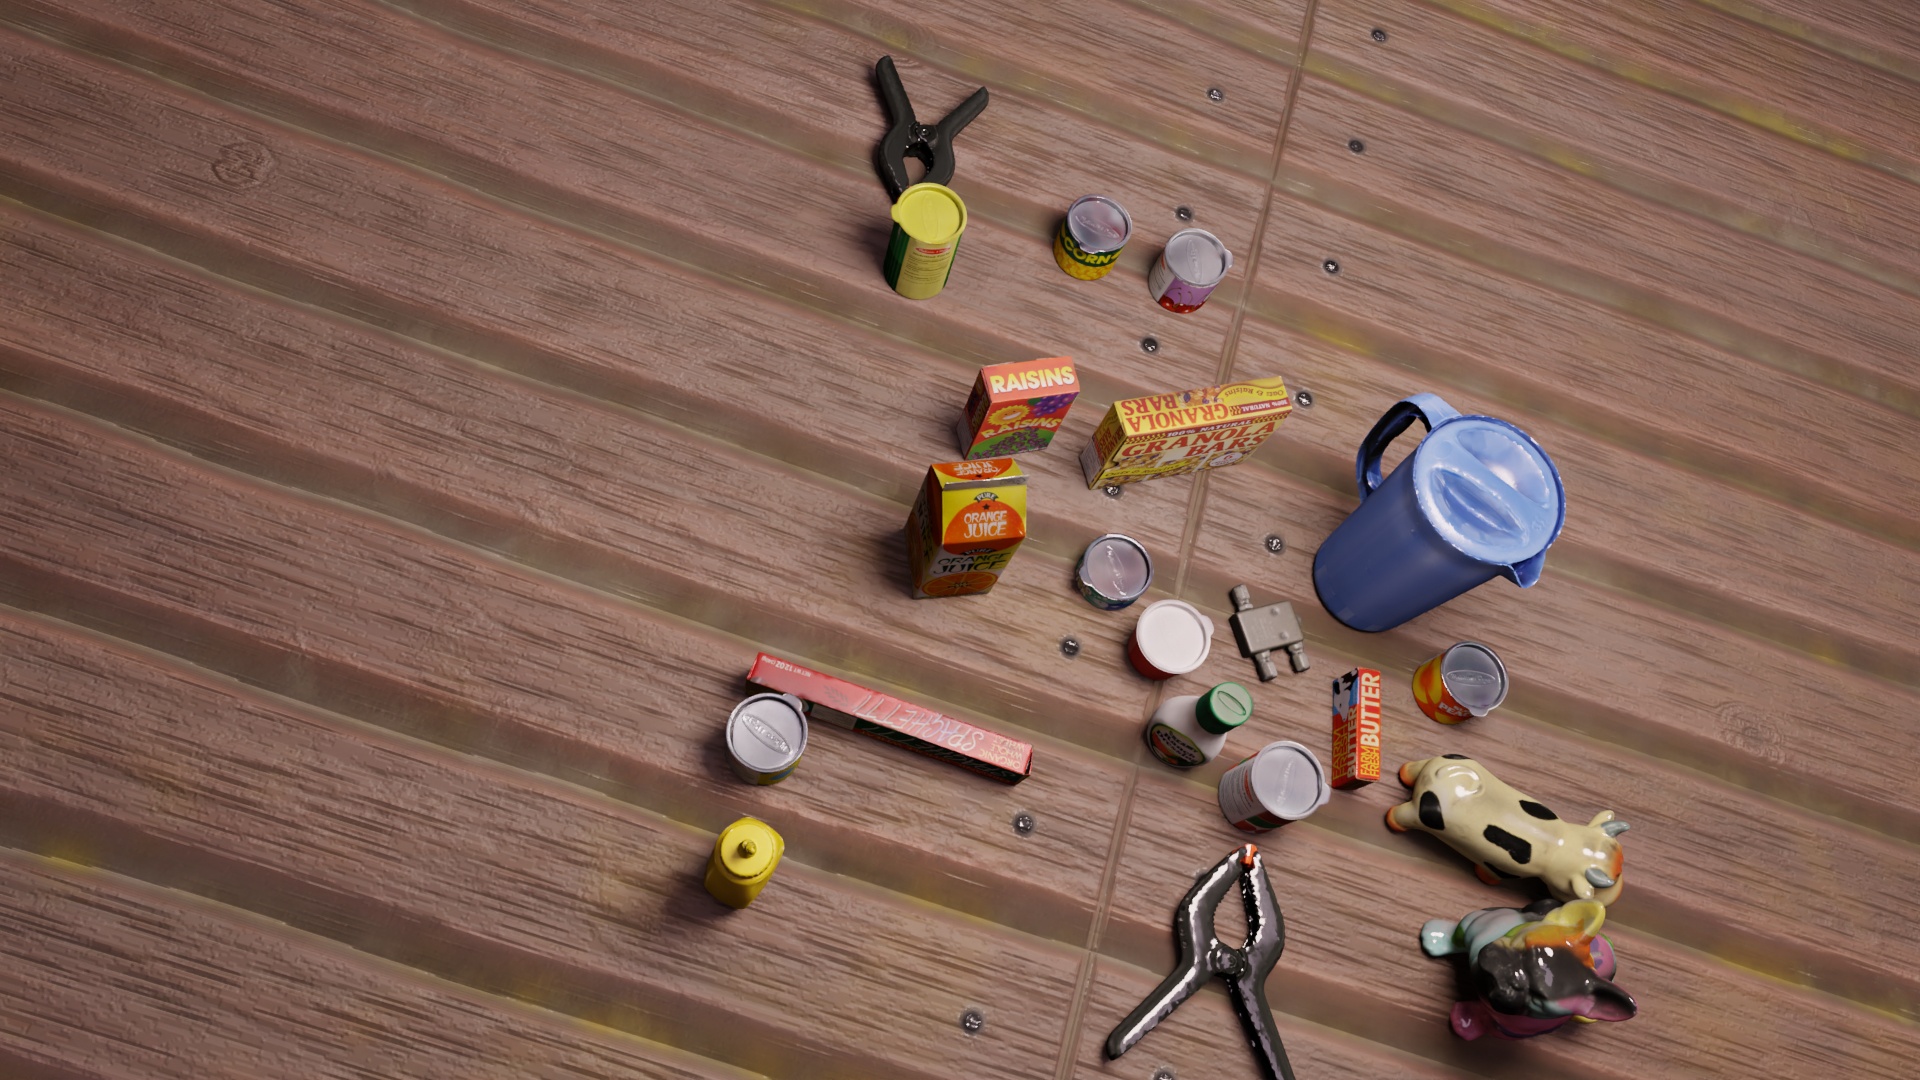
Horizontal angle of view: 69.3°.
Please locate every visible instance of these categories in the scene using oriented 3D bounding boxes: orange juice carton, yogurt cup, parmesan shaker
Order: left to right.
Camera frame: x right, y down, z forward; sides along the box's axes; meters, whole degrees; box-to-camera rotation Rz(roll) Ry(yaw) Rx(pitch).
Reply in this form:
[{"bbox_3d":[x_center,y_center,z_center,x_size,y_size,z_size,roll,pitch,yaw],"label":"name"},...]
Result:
[{"bbox_3d":[-0.038,-0.284,1.325,0.071,0.102,0.071,4,69,-10],"label":"parmesan shaker"},{"bbox_3d":[0.004,-0.015,1.179,0.072,0.192,0.073,-5,70,-13],"label":"orange juice carton"},{"bbox_3d":[0.184,0.093,1.249,0.072,0.053,0.072,4,68,-10],"label":"yogurt cup"}]

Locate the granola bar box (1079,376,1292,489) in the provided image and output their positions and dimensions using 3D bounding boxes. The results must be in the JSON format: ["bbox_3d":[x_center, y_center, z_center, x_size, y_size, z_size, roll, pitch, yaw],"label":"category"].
[{"bbox_3d":[0.207,-0.098,1.291,0.166,0.123,0.039,-10,72,-15],"label":"granola bar box"}]

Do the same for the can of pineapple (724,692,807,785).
[{"bbox_3d":[-0.160,0.164,1.149,0.071,0.057,0.071,4,68,-10],"label":"can of pineapple"}]

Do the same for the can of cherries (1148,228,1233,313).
[{"bbox_3d":[0.231,-0.270,1.399,0.071,0.058,0.072,4,68,-10],"label":"can of cherries"}]

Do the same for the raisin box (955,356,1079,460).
[{"bbox_3d":[0.051,-0.120,1.268,0.086,0.123,0.040,-9,71,-14],"label":"raisin box"}]

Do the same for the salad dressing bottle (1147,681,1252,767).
[{"bbox_3d":[0.203,0.155,1.178,0.064,0.147,0.044,39,67,5],"label":"salad dressing bottle"}]

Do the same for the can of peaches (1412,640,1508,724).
[{"bbox_3d":[0.462,0.135,1.287,0.071,0.058,0.071,4,68,-10],"label":"can of peaches"}]

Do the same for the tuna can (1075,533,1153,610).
[{"bbox_3d":[0.139,0.030,1.276,0.071,0.032,0.071,4,68,-10],"label":"tuna can"}]

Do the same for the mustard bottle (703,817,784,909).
[{"bbox_3d":[-0.165,0.242,1.062,0.049,0.159,0.065,31,67,2],"label":"mustard bottle"}]

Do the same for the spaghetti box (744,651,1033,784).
[{"bbox_3d":[-0.060,0.153,1.178,0.250,0.050,0.029,19,67,-4],"label":"spaghetti box"}]

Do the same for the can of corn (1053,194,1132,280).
[{"bbox_3d":[0.130,-0.301,1.390,0.071,0.058,0.071,4,68,-10],"label":"can of corn"}]

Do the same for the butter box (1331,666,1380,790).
[{"bbox_3d":[0.357,0.171,1.254,0.024,0.053,0.104,10,67,-7],"label":"butter box"}]

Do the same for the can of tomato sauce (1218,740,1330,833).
[{"bbox_3d":[0.270,0.215,1.203,0.071,0.082,0.071,4,69,-10],"label":"can of tomato sauce"}]
